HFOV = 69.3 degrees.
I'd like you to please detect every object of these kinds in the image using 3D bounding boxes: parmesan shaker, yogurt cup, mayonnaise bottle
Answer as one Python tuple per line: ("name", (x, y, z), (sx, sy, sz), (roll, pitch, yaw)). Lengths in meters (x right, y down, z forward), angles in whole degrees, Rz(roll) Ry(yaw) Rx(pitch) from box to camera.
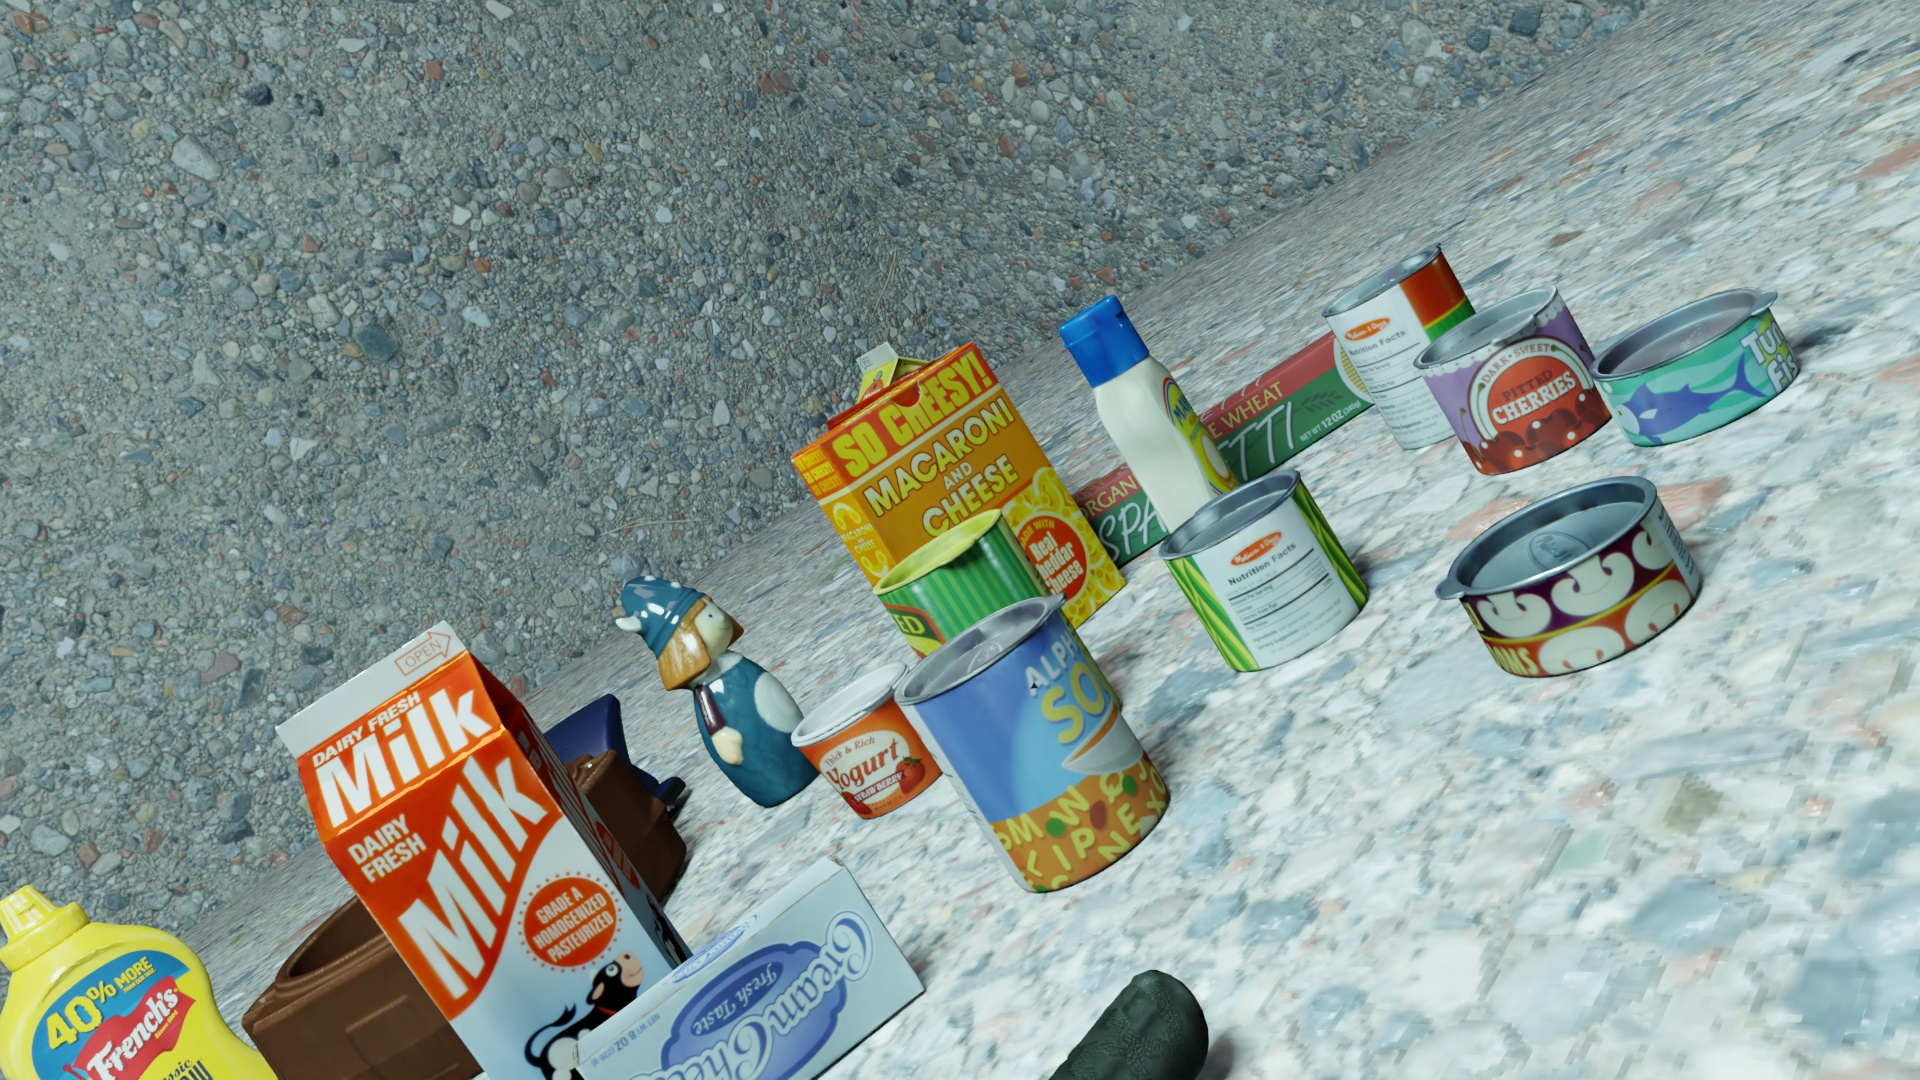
("parmesan shaker", (0.017, 0.047, 0.608), (0.071, 0.103, 0.071), (-32, 8, 5))
("yogurt cup", (-0.042, 0.100, 0.687), (0.072, 0.054, 0.072), (-32, 8, 5))
("mayonnaise bottle", (0.106, -0.060, 0.747), (0.041, 0.148, 0.065), (-28, 9, 29))

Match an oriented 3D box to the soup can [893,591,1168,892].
("soup can", (0.028, 0.071, 0.496), (0.071, 0.083, 0.071), (-32, 8, 5))

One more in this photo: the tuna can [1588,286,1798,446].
("tuna can", (0.283, -0.067, 0.533), (0.071, 0.033, 0.071), (-32, 8, 5))

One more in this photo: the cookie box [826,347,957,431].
("cookie box", (-0.004, -0.031, 0.914), (0.040, 0.167, 0.122), (-38, 10, -35))

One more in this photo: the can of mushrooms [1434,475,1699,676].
("can of mushrooms", (0.186, 0.012, 0.429), (0.071, 0.033, 0.071), (-32, 8, 5))

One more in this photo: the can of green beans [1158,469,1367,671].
("can of green beans", (0.124, 0.012, 0.571), (0.071, 0.057, 0.071), (-32, 8, 5))

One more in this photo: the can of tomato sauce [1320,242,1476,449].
("can of tomato sauce", (0.237, -0.100, 0.716), (0.071, 0.083, 0.071), (-32, 8, 5))

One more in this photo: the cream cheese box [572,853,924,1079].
("cream cheese box", (-0.068, 0.157, 0.457), (0.104, 0.053, 0.024), (-35, 8, -17))

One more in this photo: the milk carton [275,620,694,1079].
("milk carton", (-0.165, 0.127, 0.510), (0.072, 0.190, 0.073), (-34, 8, -11))

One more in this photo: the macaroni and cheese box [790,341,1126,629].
("macaroni and cheese box", (0.003, -0.010, 0.769), (0.124, 0.166, 0.040), (-38, 9, -33))

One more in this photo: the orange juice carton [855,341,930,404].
("orange juice carton", (-0.016, -0.062, 1.048), (0.073, 0.192, 0.071), (-36, 8, -20))

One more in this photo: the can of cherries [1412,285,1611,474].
("can of cherries", (0.242, -0.069, 0.606), (0.071, 0.058, 0.071), (-32, 8, 5))

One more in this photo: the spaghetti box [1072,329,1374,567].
("spaghetti box", (0.173, -0.063, 0.854), (0.250, 0.050, 0.029), (-33, 8, -2))
